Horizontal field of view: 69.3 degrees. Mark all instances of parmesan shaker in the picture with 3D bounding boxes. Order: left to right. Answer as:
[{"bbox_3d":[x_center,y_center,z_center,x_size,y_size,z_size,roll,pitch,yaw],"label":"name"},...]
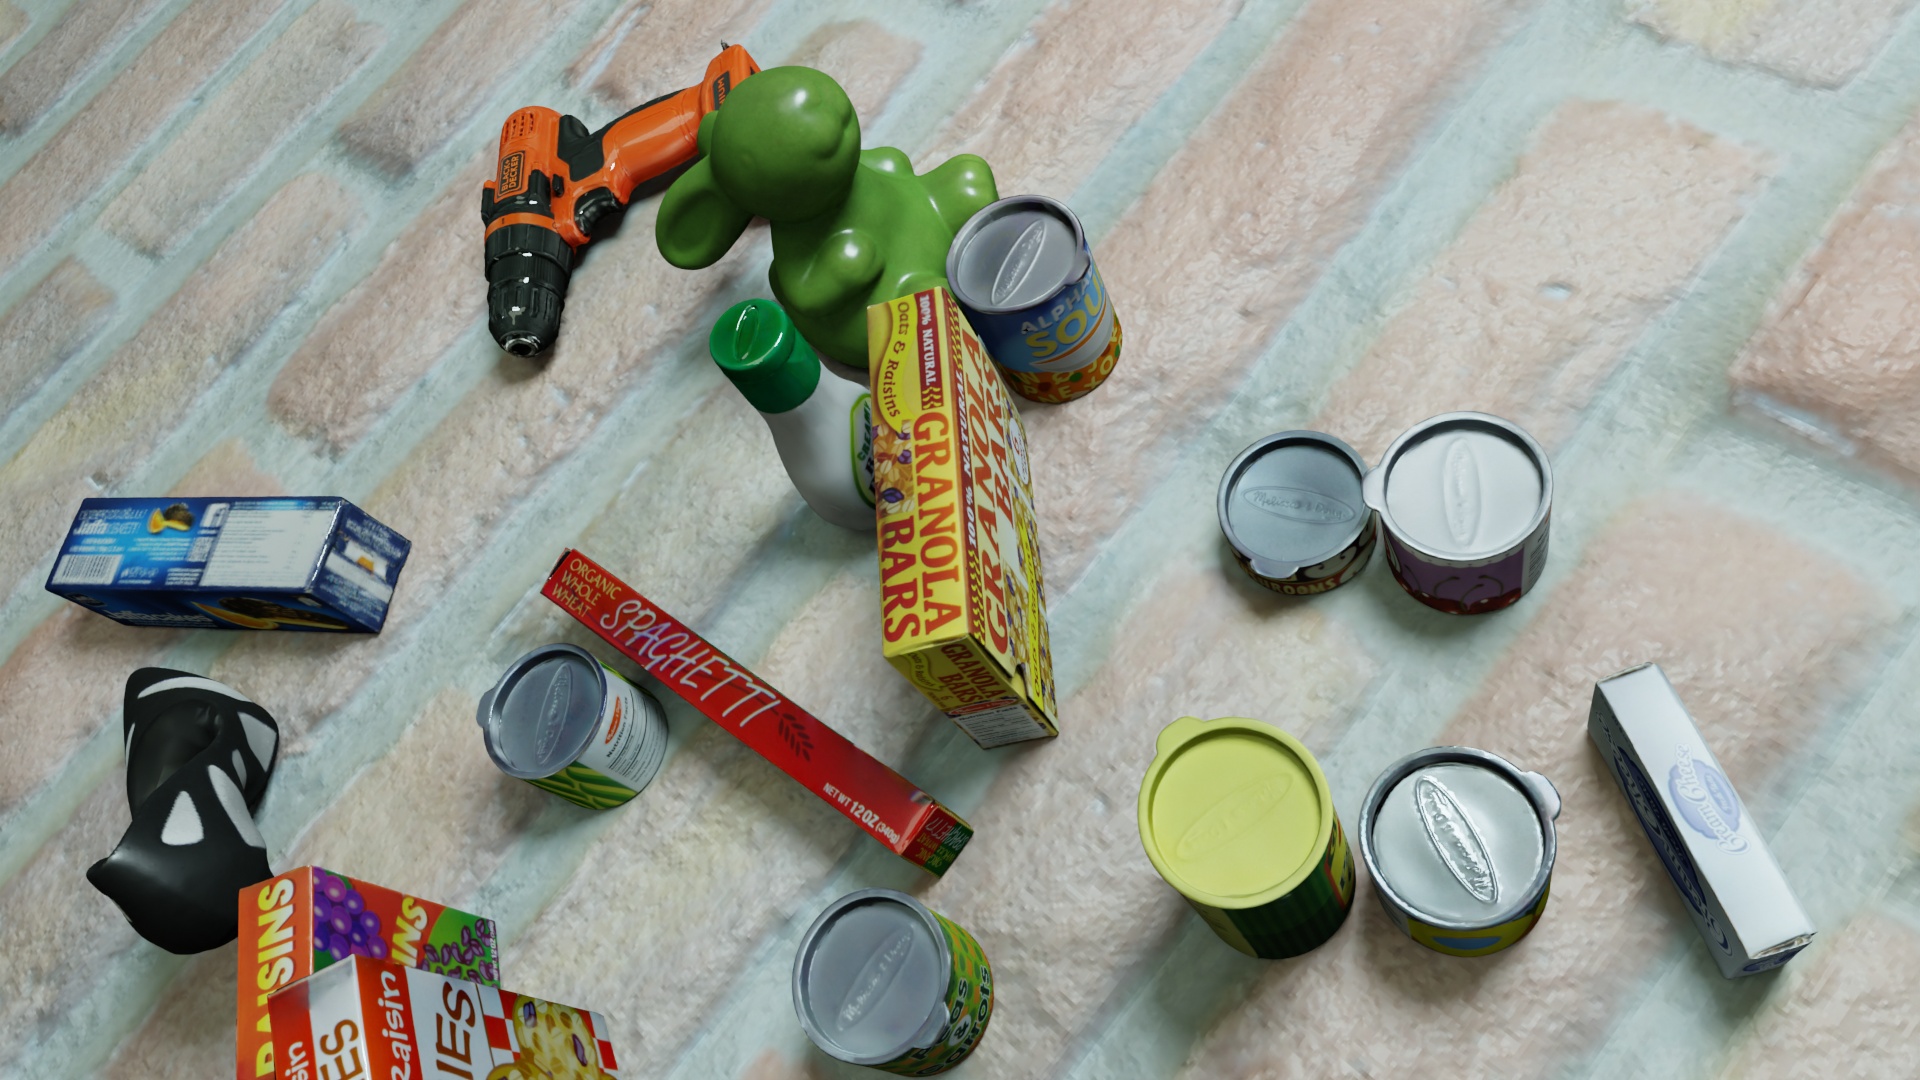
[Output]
[{"bbox_3d":[0.108,0.111,0.516,0.071,0.102,0.071,-9,62,17],"label":"parmesan shaker"}]

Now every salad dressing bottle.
[{"bbox_3d":[-0.066,-0.055,0.641,0.044,0.147,0.064,-1,65,21],"label":"salad dressing bottle"}]

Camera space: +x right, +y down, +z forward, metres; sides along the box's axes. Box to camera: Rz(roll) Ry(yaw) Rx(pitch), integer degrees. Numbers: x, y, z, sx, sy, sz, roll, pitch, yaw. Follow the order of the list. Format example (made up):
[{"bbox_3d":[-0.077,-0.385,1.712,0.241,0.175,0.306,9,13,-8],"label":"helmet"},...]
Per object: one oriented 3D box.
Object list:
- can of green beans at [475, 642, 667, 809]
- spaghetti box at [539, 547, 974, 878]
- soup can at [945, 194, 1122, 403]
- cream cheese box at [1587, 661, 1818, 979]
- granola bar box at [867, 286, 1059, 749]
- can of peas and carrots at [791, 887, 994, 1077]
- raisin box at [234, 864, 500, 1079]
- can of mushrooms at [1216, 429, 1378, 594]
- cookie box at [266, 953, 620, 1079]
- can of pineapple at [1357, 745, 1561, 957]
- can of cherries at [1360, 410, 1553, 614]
[{"bbox_3d":[-0.183,0.090,0.665,0.071,0.057,0.071,-9,62,17],"label":"can of green beans"},{"bbox_3d":[-0.102,0.075,0.646,0.250,0.050,0.029,29,78,30],"label":"spaghetti box"},{"bbox_3d":[0.040,-0.113,0.668,0.071,0.083,0.071,-9,62,17],"label":"soup can"},{"bbox_3d":[0.260,0.099,0.493,0.024,0.053,0.104,-23,59,9],"label":"cream cheese box"},{"bbox_3d":[0.002,-0.008,0.605,0.039,0.124,0.166,-13,61,15],"label":"granola bar box"},{"bbox_3d":[-0.024,0.180,0.558,0.071,0.058,0.071,-9,62,17],"label":"can of peas and carrots"},{"bbox_3d":[-0.251,0.197,0.598,0.040,0.123,0.086,-22,59,10],"label":"raisin box"},{"bbox_3d":[0.146,-0.010,0.604,0.071,0.033,0.071,-9,62,17],"label":"can of mushrooms"},{"bbox_3d":[-0.182,0.235,0.527,0.040,0.167,0.123,-29,58,5],"label":"cookie box"},{"bbox_3d":[0.185,0.115,0.511,0.071,0.057,0.071,-9,62,17],"label":"can of pineapple"},{"bbox_3d":[0.203,-0.011,0.568,0.071,0.058,0.072,-9,62,17],"label":"can of cherries"}]
